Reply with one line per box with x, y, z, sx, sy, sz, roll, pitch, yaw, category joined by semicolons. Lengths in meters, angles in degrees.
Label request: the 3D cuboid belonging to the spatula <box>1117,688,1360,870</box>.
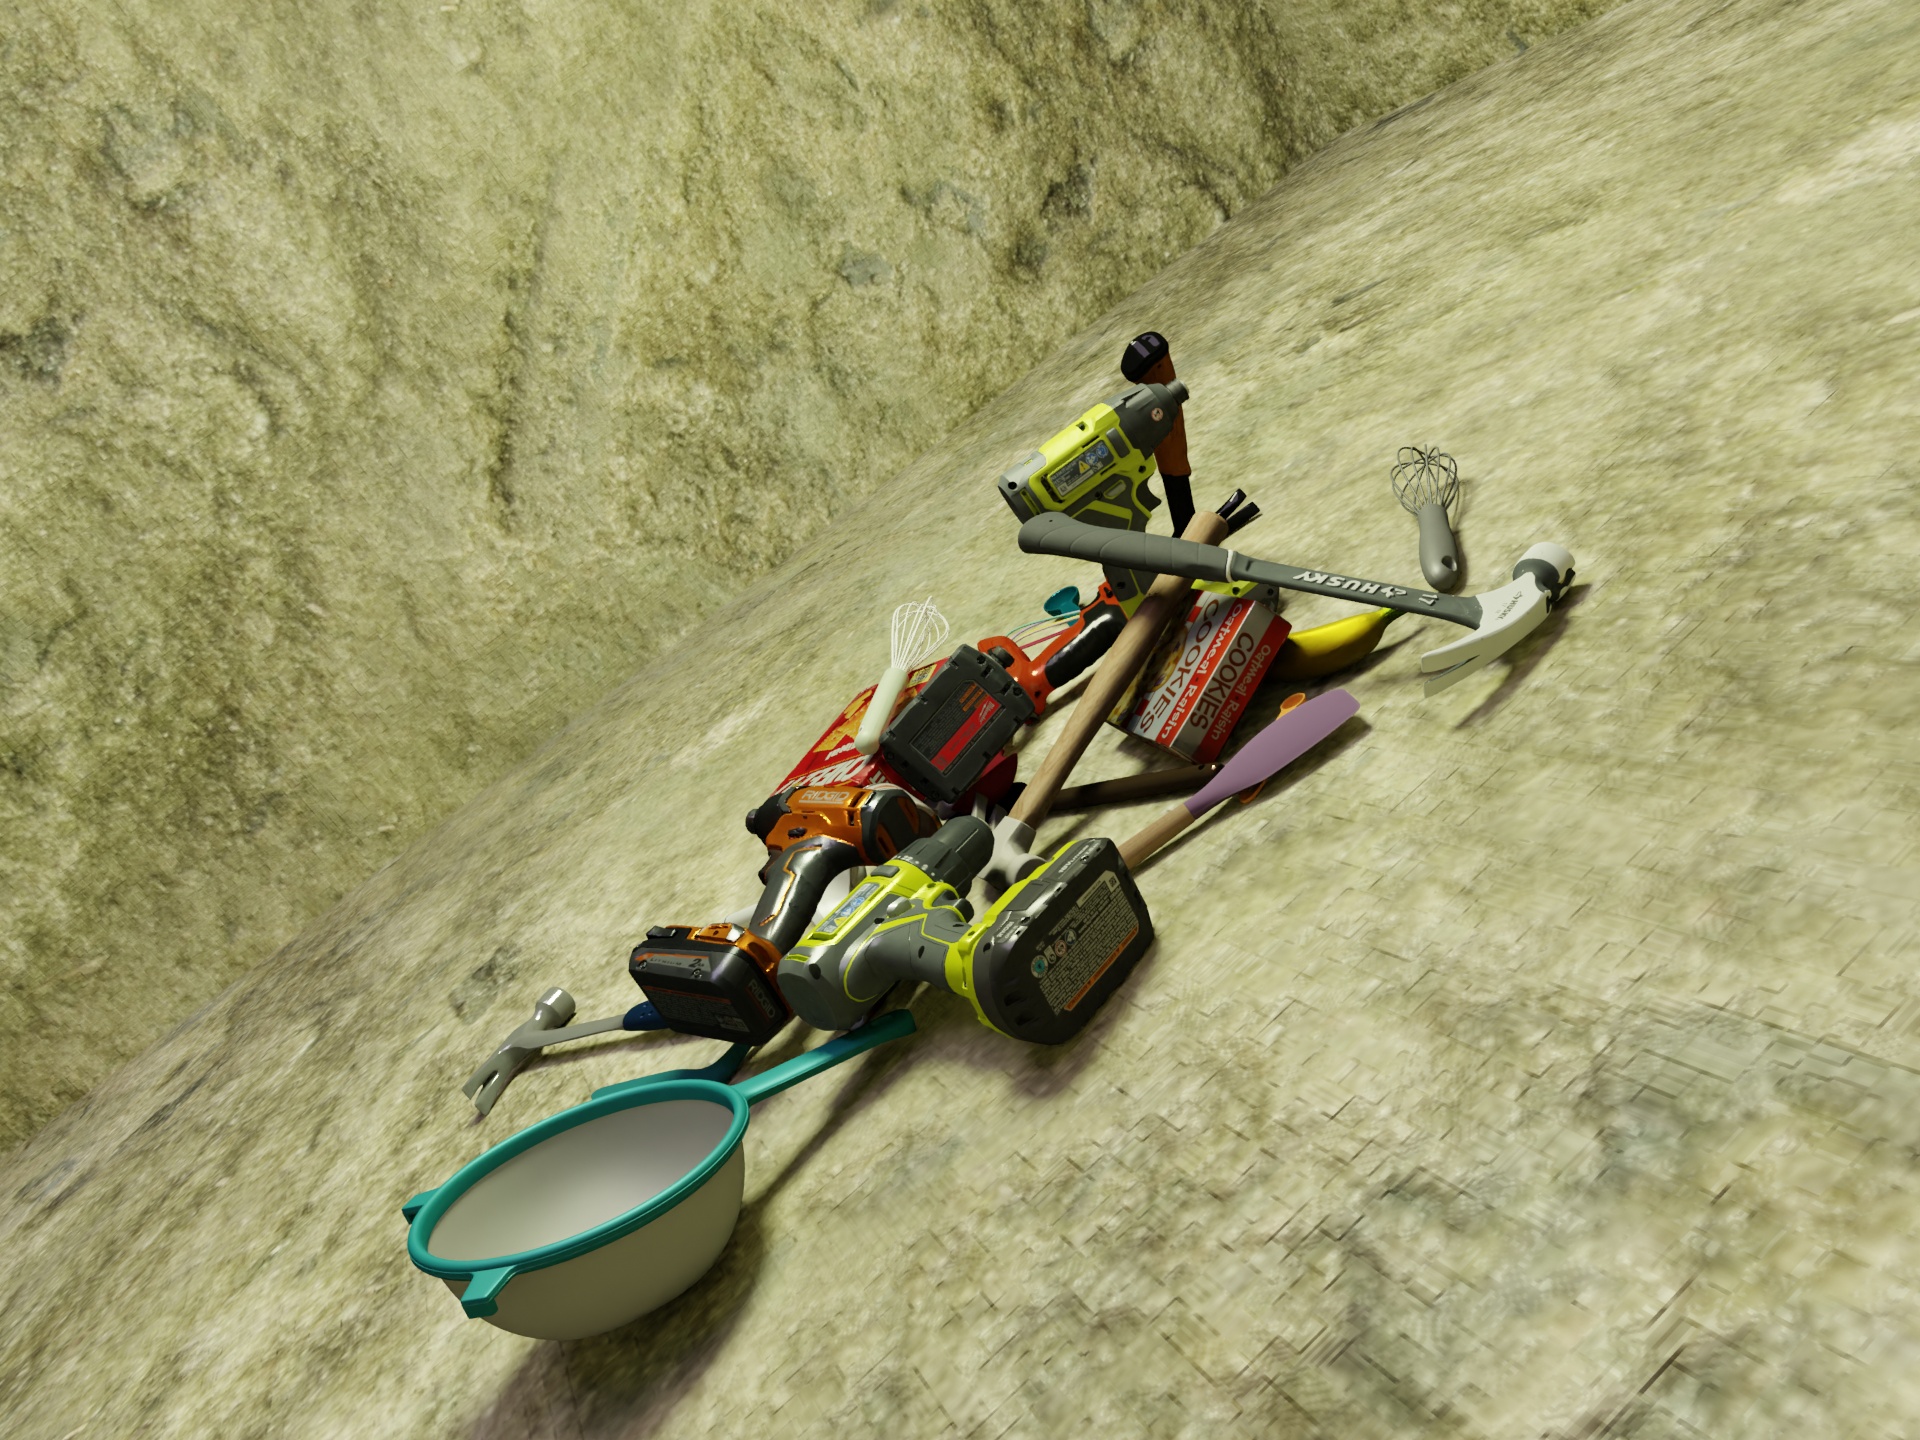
0.133;0.076;1.073;0.316;0.018;0.060;-36;21;4;spatula

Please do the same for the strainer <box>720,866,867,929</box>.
-0.144;0.155;1.383;0.258;0.050;0.087;-26;62;47;strainer

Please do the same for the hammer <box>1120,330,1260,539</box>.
0.198;-0.243;1.438;0.127;0.034;0.336;-35;-27;-1;hammer

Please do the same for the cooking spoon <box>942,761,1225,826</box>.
0.086;0.060;1.224;0.319;0.017;0.069;-15;25;52;cooking spoon

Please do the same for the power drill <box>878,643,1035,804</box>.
-0.002;-0.004;1.333;0.143;0.078;0.219;-49;3;1;power drill

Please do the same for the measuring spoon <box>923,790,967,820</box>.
-0.018;0.068;1.391;0.034;0.018;0.124;-40;10;-11;measuring spoon

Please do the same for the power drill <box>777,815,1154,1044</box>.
0.009;0.127;1.032;0.228;0.080;0.190;-4;31;49;power drill

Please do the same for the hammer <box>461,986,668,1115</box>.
-0.293;0.265;1.380;0.405;0.035;0.144;-20;22;43;hammer

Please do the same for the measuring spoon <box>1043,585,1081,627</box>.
0.118;-0.105;1.640;0.042;0.021;0.129;-34;25;4;measuring spoon

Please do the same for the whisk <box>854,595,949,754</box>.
-0.058;-0.045;1.515;0.246;0.059;0.057;-69;4;-52;whisk

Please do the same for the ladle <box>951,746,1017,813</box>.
0.030;0.021;1.402;0.069;0.031;0.315;-42;9;13;ladle

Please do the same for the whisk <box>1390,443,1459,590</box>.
0.365;-0.160;1.235;0.055;0.055;0.239;-28;21;25;whisk

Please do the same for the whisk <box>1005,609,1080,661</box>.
0.143;-0.109;1.546;0.245;0.051;0.047;-27;12;19;whisk

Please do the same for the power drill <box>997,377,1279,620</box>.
0.160;-0.157;1.316;0.171;0.223;0.080;-36;16;0;power drill

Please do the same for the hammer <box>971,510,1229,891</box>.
0.106;-0.018;1.204;0.331;0.031;0.130;-57;22;-9;hammer

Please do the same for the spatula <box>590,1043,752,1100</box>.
-0.135;0.205;1.217;0.317;0.044;0.082;-41;31;-24;spatula

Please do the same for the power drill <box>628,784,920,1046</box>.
-0.150;0.136;1.223;0.164;0.084;0.226;0;40;39;power drill

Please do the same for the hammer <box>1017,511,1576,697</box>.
0.204;-0.102;1.120;0.409;0.036;0.149;16;44;40;hammer

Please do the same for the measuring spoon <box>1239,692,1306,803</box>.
0.216;0.020;1.094;0.021;0.011;0.117;-19;26;43;measuring spoon

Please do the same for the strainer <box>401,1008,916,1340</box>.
-0.164;0.288;0.994;0.340;0.095;0.211;-21;11;-27;strainer
